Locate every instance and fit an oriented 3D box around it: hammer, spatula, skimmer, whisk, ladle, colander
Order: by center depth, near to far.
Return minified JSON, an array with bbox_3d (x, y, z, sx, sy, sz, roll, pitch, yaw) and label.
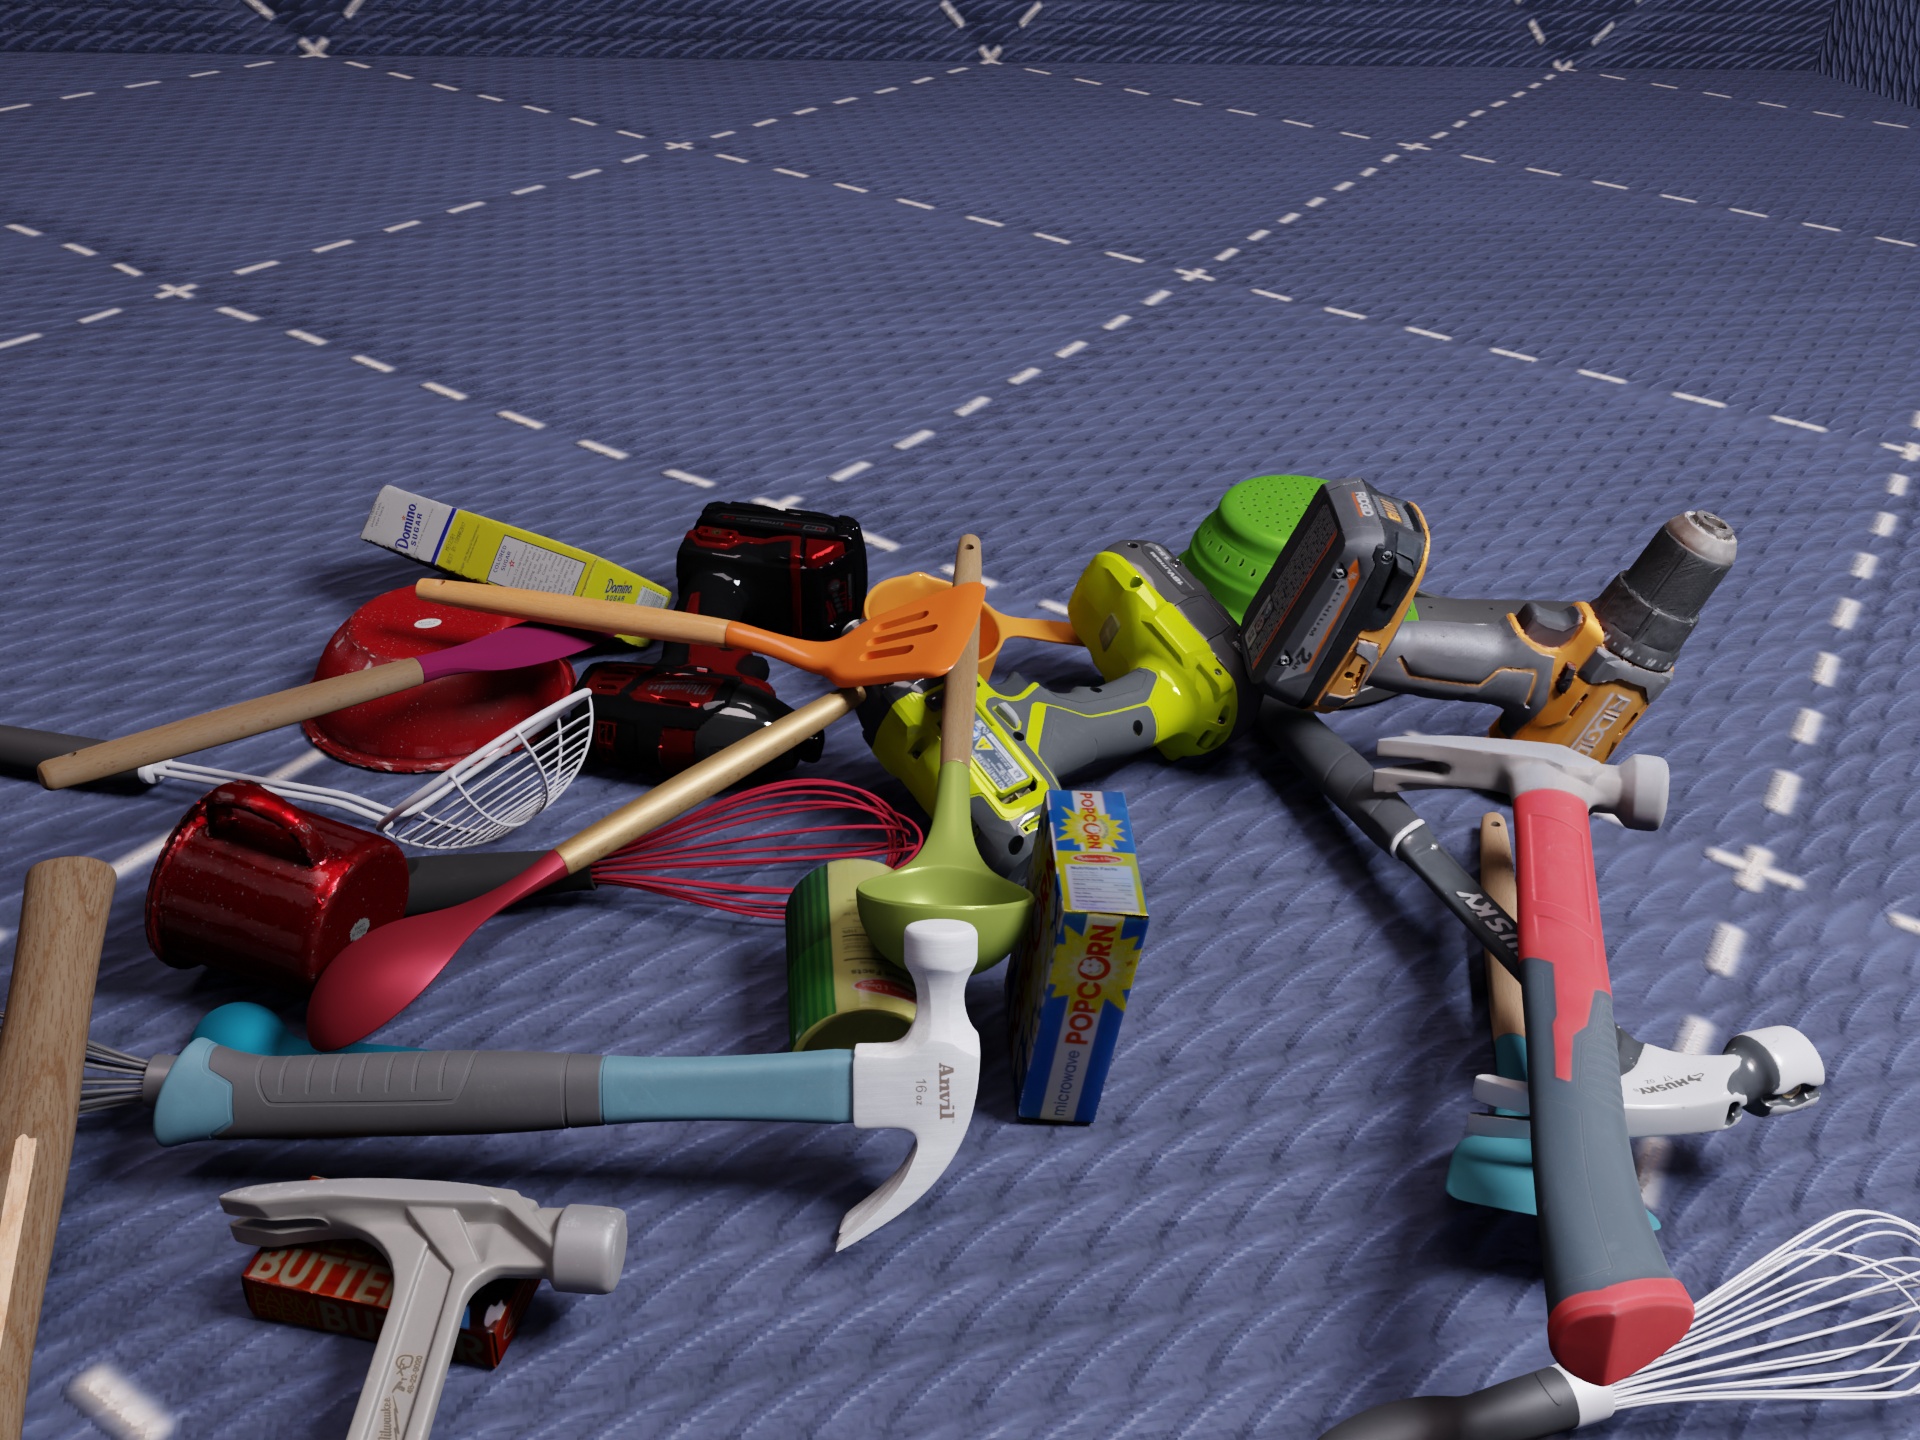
[{"bbox_3d":[-0.203,0.294,0.465,0.149,0.036,0.359,3,38,-1],"label":"hammer"},{"bbox_3d":[-0.349,0.184,0.590,0.130,0.031,0.332,-3,47,-16],"label":"hammer"},{"bbox_3d":[0.260,0.242,0.597,0.284,0.070,0.070,-10,36,-12],"label":"whisk"},{"bbox_3d":[-0.157,0.148,0.642,0.331,0.128,0.033,-1,3,1],"label":"hammer"},{"bbox_3d":[0.239,0.110,0.671,0.143,0.038,0.386,5,28,15],"label":"hammer"},{"bbox_3d":[-0.342,0.155,0.678,0.239,0.055,0.055,5,34,-7],"label":"whisk"},{"bbox_3d":[-0.168,0.056,0.760,0.315,0.031,0.069,-32,27,-30],"label":"ladle"},{"bbox_3d":[0.269,0.131,0.768,0.082,0.044,0.318,6,33,11],"label":"spatula"},{"bbox_3d":[-0.001,-0.003,0.785,0.078,0.062,0.320,3,43,1],"label":"ladle"},{"bbox_3d":[-0.166,0.073,0.805,0.296,0.073,0.073,-6,35,-3],"label":"whisk"},{"bbox_3d":[0.236,0.073,0.819,0.149,0.036,0.409,-8,29,-14],"label":"hammer"},{"bbox_3d":[-0.375,0.005,0.849,0.363,0.090,0.127,8,15,9],"label":"skimmer"},{"bbox_3d":[-0.148,-0.057,0.856,0.322,0.041,0.081,8,41,12],"label":"spatula"},{"bbox_3d":[0.303,-0.100,1.064,0.397,0.094,0.205,1,34,-4],"label":"colander"}]

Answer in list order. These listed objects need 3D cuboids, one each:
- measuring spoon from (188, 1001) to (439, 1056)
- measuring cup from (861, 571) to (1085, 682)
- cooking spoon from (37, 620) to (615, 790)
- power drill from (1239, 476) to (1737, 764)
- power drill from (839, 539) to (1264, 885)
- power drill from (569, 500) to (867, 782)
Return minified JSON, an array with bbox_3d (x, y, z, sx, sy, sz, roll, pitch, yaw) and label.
[{"bbox_3d":[-0.284,0.145,0.713,0.128,0.021,0.042,5,34,4],"label":"measuring spoon"},{"bbox_3d":[0.017,-0.040,0.994,0.173,0.052,0.095,4,41,-21],"label":"measuring cup"},{"bbox_3d":[-0.306,-0.019,0.825,0.069,0.017,0.319,14,27,42],"label":"cooking spoon"},{"bbox_3d":[0.293,-0.059,0.875,0.226,0.185,0.084,18,35,-13],"label":"power drill"},{"bbox_3d":[0.052,-0.018,0.903,0.223,0.080,0.171,-24,66,-35],"label":"power drill"},{"bbox_3d":[-0.131,-0.043,0.962,0.143,0.078,0.220,8,38,9],"label":"power drill"}]
